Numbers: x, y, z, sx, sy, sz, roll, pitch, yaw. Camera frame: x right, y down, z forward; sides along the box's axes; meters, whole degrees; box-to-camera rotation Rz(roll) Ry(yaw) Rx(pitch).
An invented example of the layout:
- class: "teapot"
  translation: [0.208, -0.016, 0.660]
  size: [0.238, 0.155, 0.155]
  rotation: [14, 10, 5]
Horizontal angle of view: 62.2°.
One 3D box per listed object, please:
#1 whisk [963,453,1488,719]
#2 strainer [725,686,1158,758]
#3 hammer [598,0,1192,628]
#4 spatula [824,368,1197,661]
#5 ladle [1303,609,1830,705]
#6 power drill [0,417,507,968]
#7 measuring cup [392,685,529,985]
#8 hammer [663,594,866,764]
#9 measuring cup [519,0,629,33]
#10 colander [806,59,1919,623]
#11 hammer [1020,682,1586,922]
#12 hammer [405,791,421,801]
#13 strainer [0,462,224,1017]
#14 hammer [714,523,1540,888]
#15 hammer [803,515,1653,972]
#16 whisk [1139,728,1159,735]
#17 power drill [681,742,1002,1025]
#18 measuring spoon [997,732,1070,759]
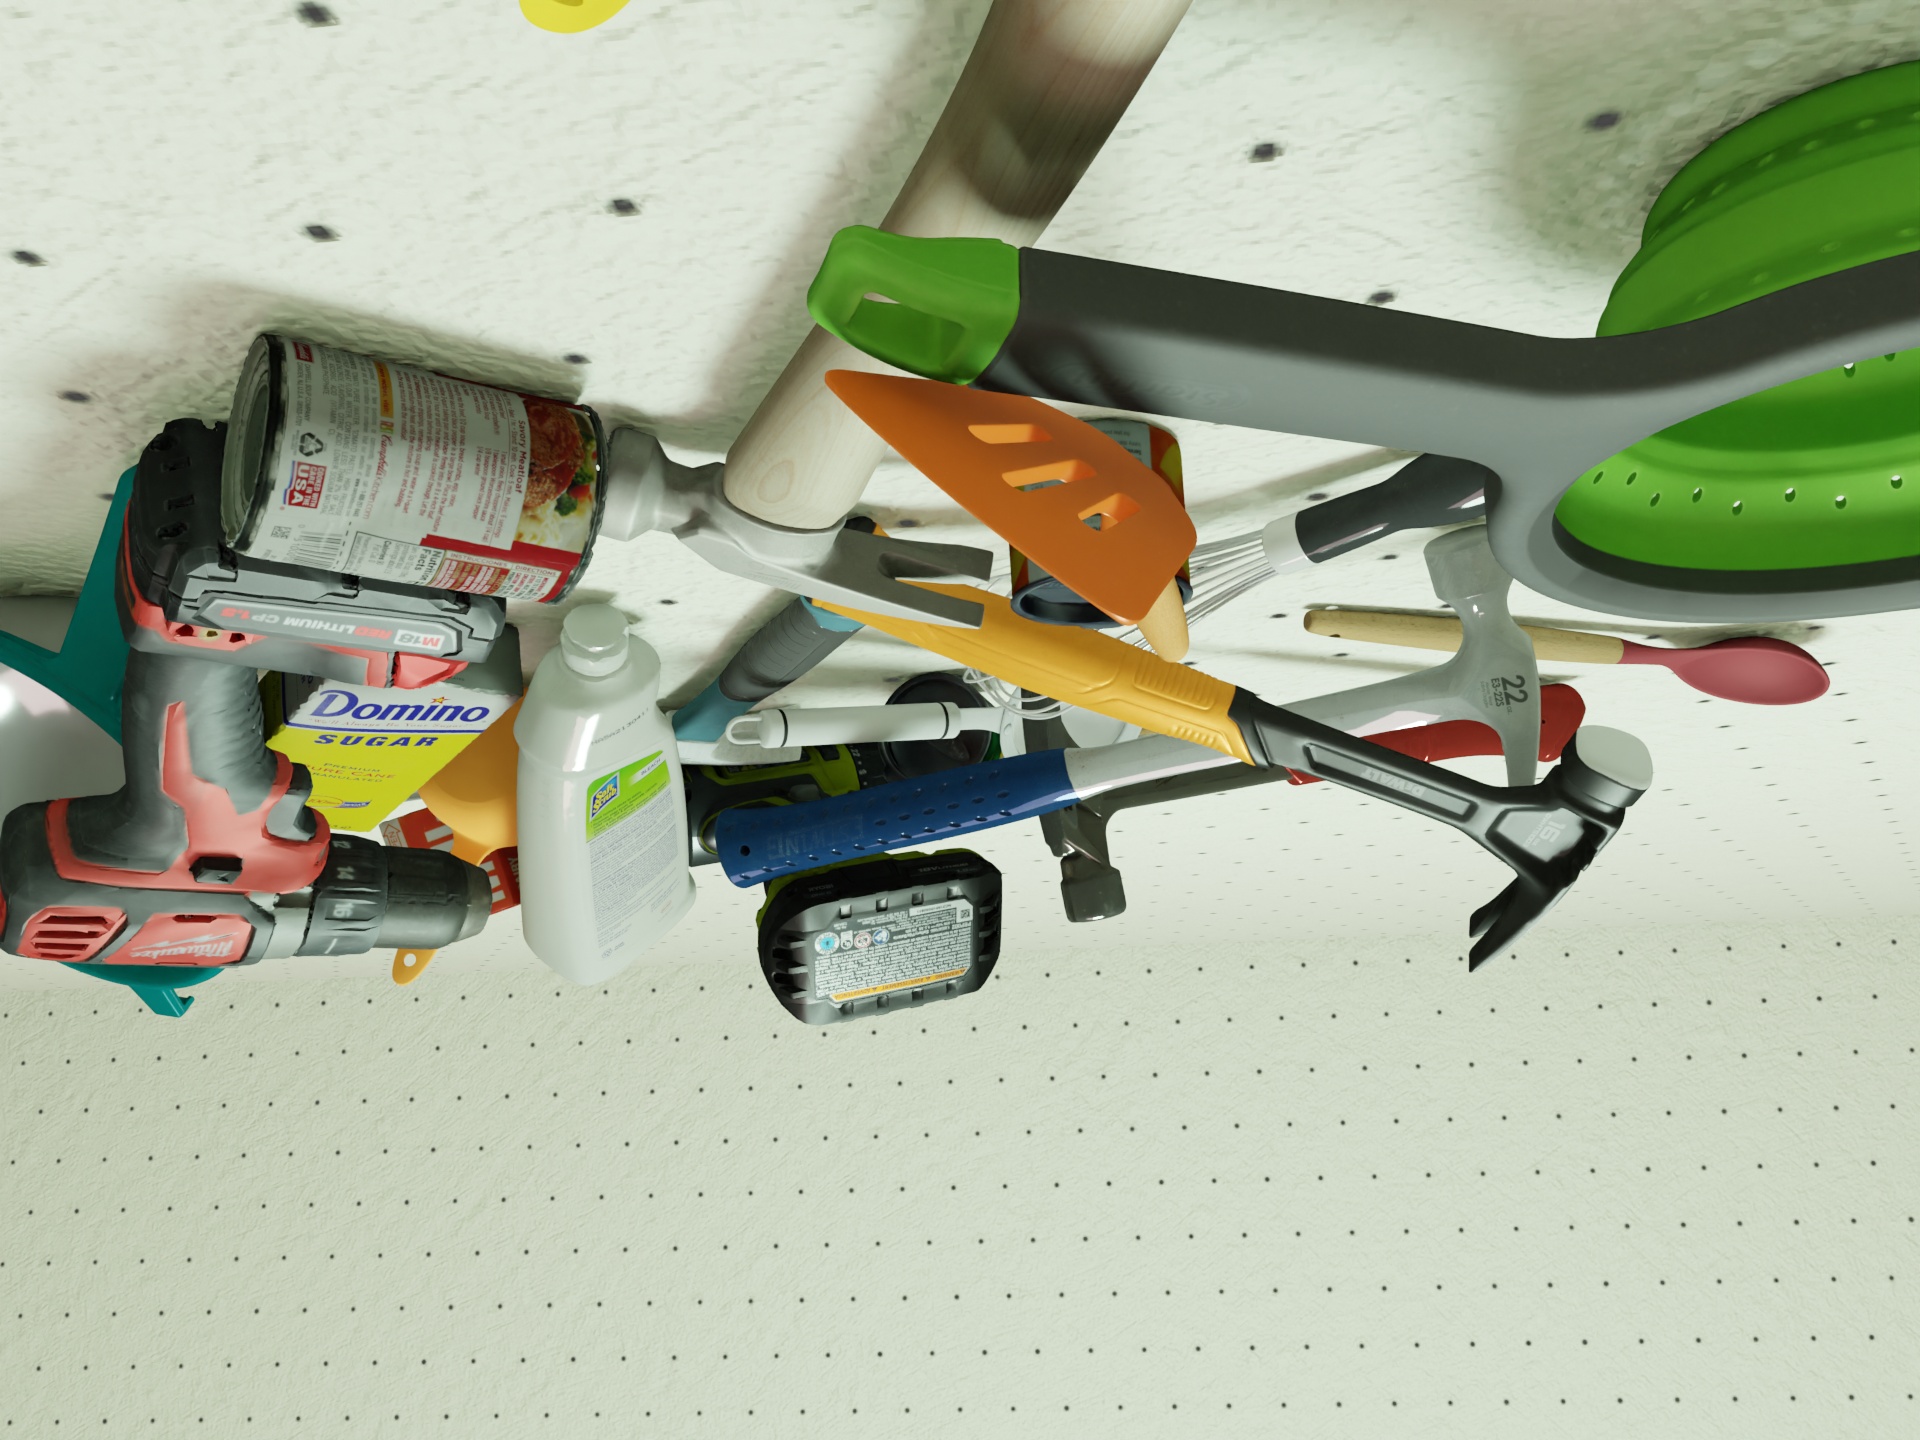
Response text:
- class: "whisk"
  translation: [0.107, -0.063, 0.648]
  size: [0.284, 0.070, 0.070]
  rotation: [-20, 158, 39]
- class: "strainer"
  translation: [-0.001, -0.003, 0.833]
  size: [0.258, 0.086, 0.050]
  rotation: [-3, -150, -29]
- class: "hammer"
  translation: [0.004, -0.114, 0.399]
  size: [0.146, 0.038, 0.410]
  rotation: [15, 161, -15]
- class: "spatula"
  translation: [0.044, -0.039, 0.454]
  size: [0.081, 0.041, 0.322]
  rotation: [40, -177, 13]
- class: "ladle"
  translation: [0.320, -0.037, 0.834]
  size: [0.315, 0.031, 0.069]
  rotation: [4, 163, -18]
- class: "power drill"
  translation: [-0.245, 0.012, 0.603]
  size: [0.187, 0.080, 0.226]
  rotation: [9, 129, -37]
- class: "measuring cup"
  translation: [-0.270, 0.059, 0.859]
  size: [0.095, 0.174, 0.052]
  rotation: [21, 164, 7]
- class: "hammer"
  translation: [-0.110, -0.022, 0.825]
  size: [0.128, 0.033, 0.331]
  rotation: [5, 165, -23]
- class: "measuring cup"
  translation: [-0.051, -0.162, 0.276]
  size: [0.062, 0.029, 0.156]
  rotation: [6, 177, -29]
- class: "colander"
  translation: [0.160, -0.105, 0.380]
  size: [0.397, 0.094, 0.204]
  rotation: [5, 165, -18]
- class: "hammer"
  translation: [0.200, 0.006, 0.876]
  size: [0.359, 0.149, 0.037]
  rotation: [-8, 178, -26]
- class: "hammer"
  translation: [-0.452, 0.004, 0.877]
  size: [0.143, 0.038, 0.386]
  rotation: [-10, 165, 36]
- class: "strainer"
  translation: [-0.361, -0.016, 0.692]
  size: [0.211, 0.095, 0.340]
  rotation: [39, 130, -9]
- class: "hammer"
  translation: [0.065, 0.029, 0.752]
  size: [0.405, 0.144, 0.035]
  rotation: [-14, -168, 23]
- class: "hammer"
  translation: [0.094, -0.001, 0.651]
  size: [0.337, 0.034, 0.127]
  rotation: [21, 133, 1]
- class: "whisk"
  translation: [0.073, 0.021, 1.012]
  size: [0.245, 0.047, 0.051]
  rotation: [-20, 175, 44]
- class: "power drill"
  translation: [-0.061, 0.077, 0.940]
  size: [0.190, 0.080, 0.229]
  rotation: [-8, -155, -20]
- class: "measuring spoon"
  translation: [0.053, 0.006, 0.911]
  size: [0.124, 0.018, 0.034]
  rotation: [-22, 162, -43]
